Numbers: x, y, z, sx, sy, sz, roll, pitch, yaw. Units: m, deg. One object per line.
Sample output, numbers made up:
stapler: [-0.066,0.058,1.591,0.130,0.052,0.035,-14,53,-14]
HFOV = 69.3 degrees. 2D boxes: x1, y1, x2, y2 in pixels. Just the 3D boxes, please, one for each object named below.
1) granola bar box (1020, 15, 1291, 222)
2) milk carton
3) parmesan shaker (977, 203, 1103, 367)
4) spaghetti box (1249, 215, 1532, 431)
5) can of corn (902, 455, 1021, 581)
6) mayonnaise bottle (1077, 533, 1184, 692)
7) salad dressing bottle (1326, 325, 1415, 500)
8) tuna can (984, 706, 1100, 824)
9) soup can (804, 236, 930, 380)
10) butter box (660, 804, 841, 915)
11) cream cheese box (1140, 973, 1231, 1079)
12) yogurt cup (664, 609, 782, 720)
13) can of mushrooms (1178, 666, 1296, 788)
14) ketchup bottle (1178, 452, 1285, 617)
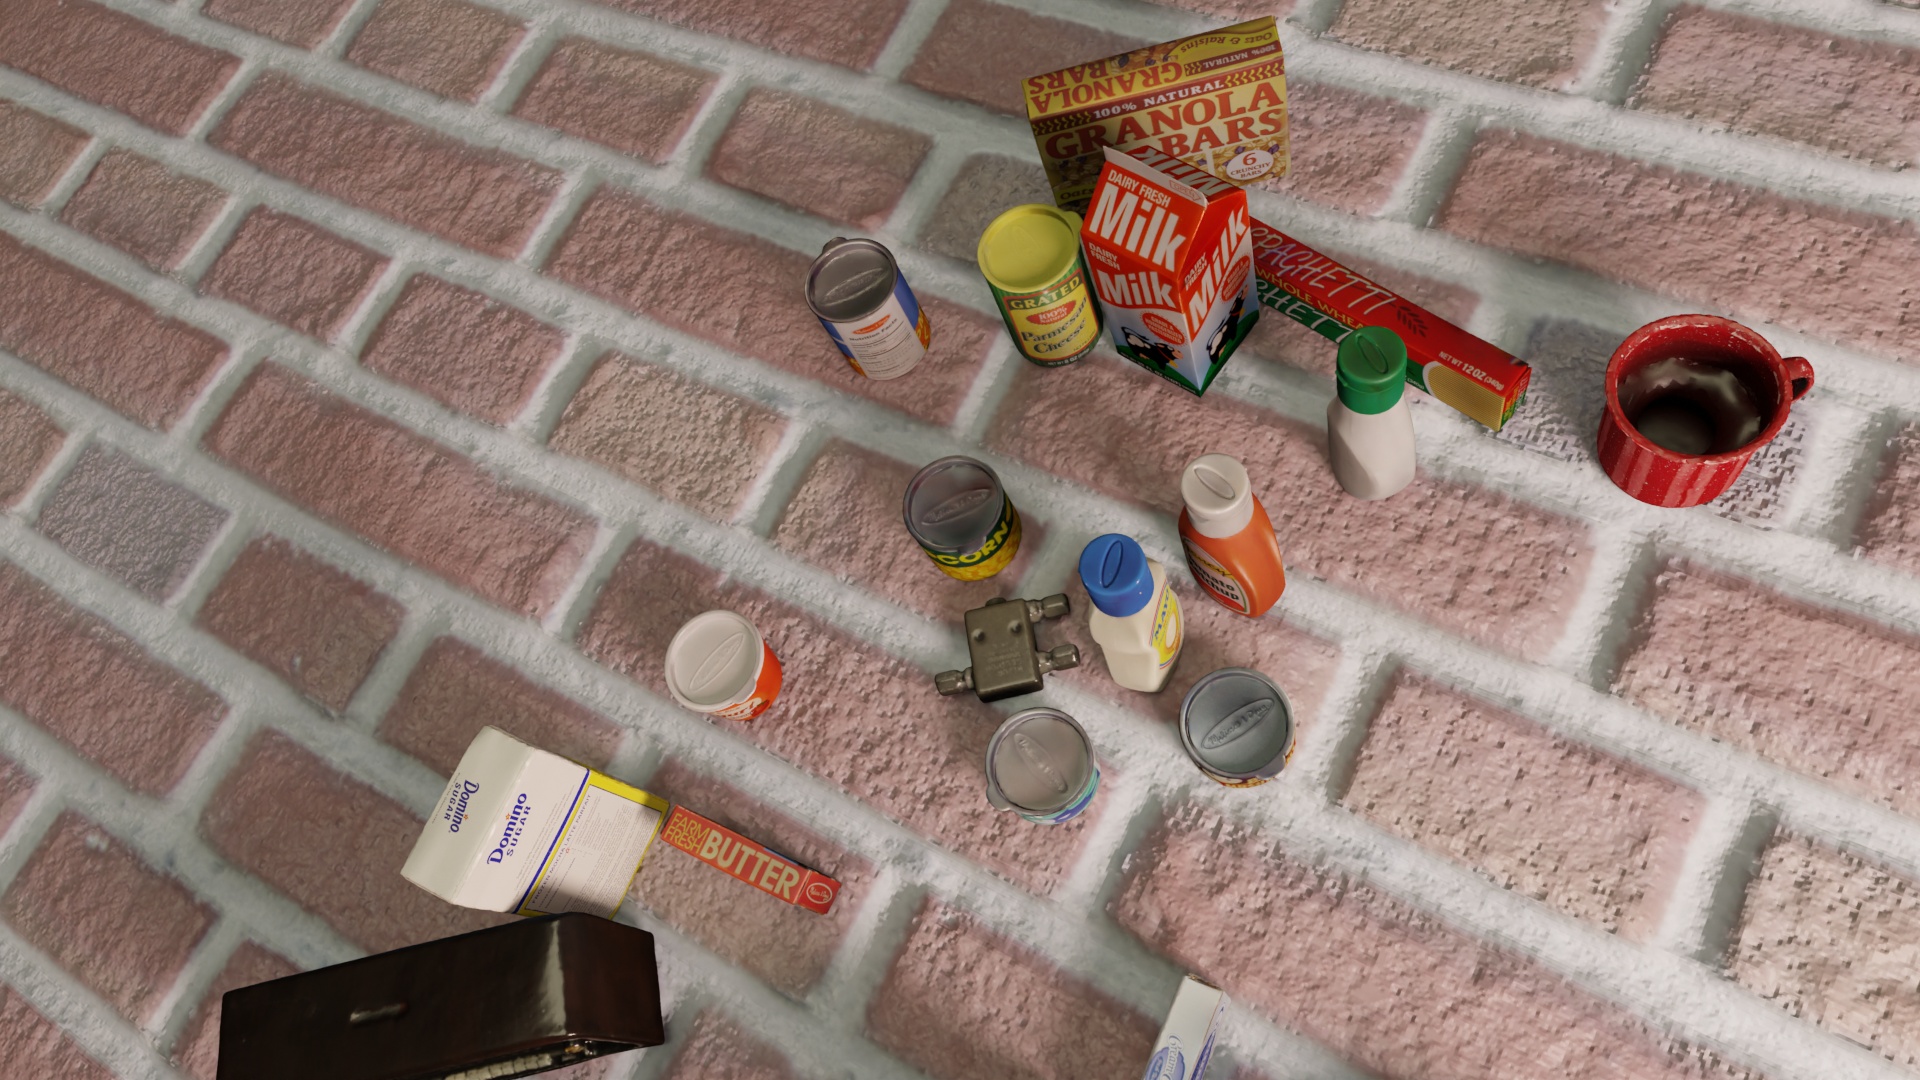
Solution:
granola bar box: [0.136,-0.277,0.936,0.165,0.124,0.039,-11,66,11]
milk carton: [0.130,-0.172,0.856,0.072,0.190,0.073,33,80,25]
parmesan shaker: [0.058,-0.168,0.924,0.071,0.103,0.071,-6,67,14]
spaghetti box: [0.245,-0.151,0.893,0.250,0.050,0.029,36,82,26]
can of corn: [0.003,-0.011,0.898,0.071,0.058,0.071,-6,67,14]
mayonnaise bottle: [0.099,0.040,0.799,0.041,0.147,0.065,11,72,20]
salad dressing bottle: [0.238,-0.072,0.807,0.044,0.147,0.064,-27,63,4]
tuna can: [0.048,0.138,0.836,0.071,0.032,0.071,-6,66,14]
soup can: [-0.064,-0.161,0.966,0.071,0.083,0.071,-6,67,14]
butter box: [-0.129,0.196,0.850,0.103,0.053,0.024,20,75,22]
cream cheese box: [0.114,0.286,0.743,0.024,0.053,0.104,19,74,22]
yogurt cup: [-0.151,0.084,0.903,0.072,0.053,0.072,-6,67,14]
can of mushrooms: [0.164,0.112,0.814,0.071,0.033,0.071,-6,66,14]
ketchup bottle: [0.154,-0.005,0.802,0.065,0.148,0.043,40,83,26]
